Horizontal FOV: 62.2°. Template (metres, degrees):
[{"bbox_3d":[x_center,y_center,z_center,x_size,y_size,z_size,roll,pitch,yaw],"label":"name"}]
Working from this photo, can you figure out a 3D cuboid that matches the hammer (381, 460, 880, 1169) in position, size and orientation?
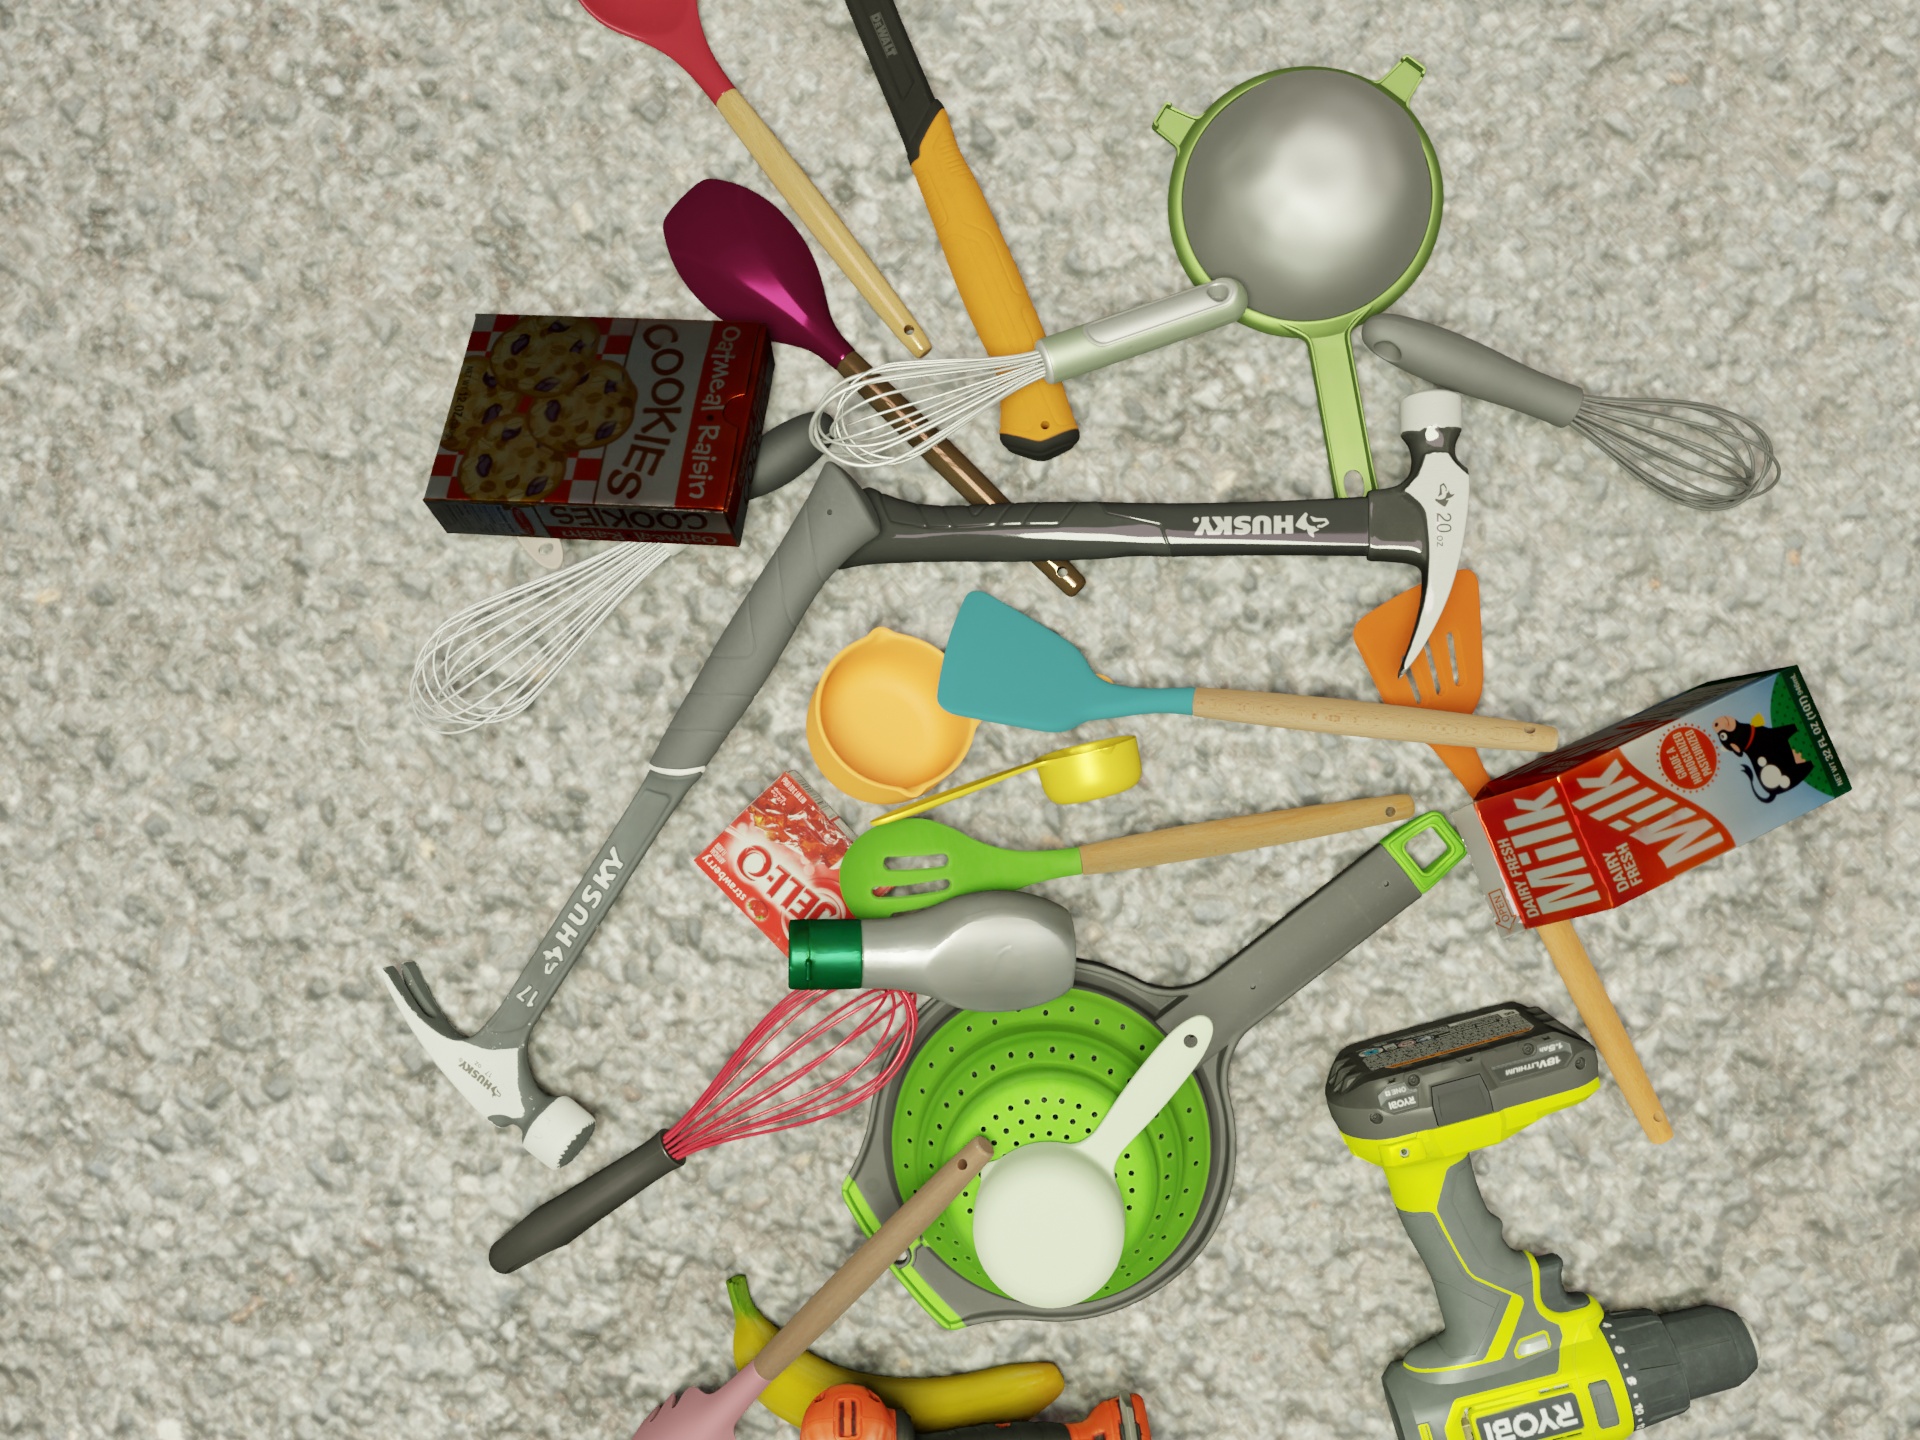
[{"bbox_3d":[-0.169,0.039,0.867,0.149,0.036,0.409,35,98,12],"label":"hammer"}]

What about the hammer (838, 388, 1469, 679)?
[{"bbox_3d":[0.095,-0.096,0.844,0.335,0.035,0.146,0,82,10],"label":"hammer"}]

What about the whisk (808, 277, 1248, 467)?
[{"bbox_3d":[0.037,-0.188,0.842,0.246,0.059,0.058,-20,62,-4],"label":"whisk"}]

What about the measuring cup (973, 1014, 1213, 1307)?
[{"bbox_3d":[0.070,0.213,0.776,0.083,0.038,0.167,37,95,3],"label":"measuring cup"}]

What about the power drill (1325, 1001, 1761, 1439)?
[{"bbox_3d":[0.302,0.273,0.840,0.190,0.080,0.228,-16,91,4],"label":"power drill"}]

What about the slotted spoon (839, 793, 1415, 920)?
[{"bbox_3d":[0.090,0.069,0.858,0.313,0.031,0.070,-9,100,-1],"label":"slotted spoon"}]

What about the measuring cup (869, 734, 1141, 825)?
[{"bbox_3d":[0.027,0.042,0.849,0.156,0.062,0.029,-18,94,-20],"label":"measuring cup"}]

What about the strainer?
[{"bbox_3d":[0.197,-0.235,0.851,0.151,0.069,0.256,-9,88,4],"label":"strainer"}]

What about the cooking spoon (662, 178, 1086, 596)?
[{"bbox_3d":[-0.046,-0.185,0.893,0.319,0.017,0.069,45,92,3],"label":"cooking spoon"}]

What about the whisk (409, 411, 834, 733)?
[{"bbox_3d":[-0.188,-0.087,0.887,0.284,0.070,0.070,-36,88,-2],"label":"whisk"}]

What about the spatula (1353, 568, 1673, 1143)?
[{"bbox_3d":[0.306,0.078,0.851,0.081,0.041,0.322,-25,86,-14],"label":"spatula"}]

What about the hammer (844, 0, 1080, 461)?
[{"bbox_3d":[-0.002,-0.306,0.884,0.127,0.034,0.337,-22,88,5],"label":"hammer"}]

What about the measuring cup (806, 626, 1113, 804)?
[{"bbox_3d":[-0.001,-0.003,0.879,0.173,0.052,0.095,-7,75,-21],"label":"measuring cup"}]

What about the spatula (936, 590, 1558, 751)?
[{"bbox_3d":[0.149,-0.012,0.838,0.317,0.044,0.082,6,56,14],"label":"spatula"}]

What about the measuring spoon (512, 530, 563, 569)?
[{"bbox_3d":[-0.251,-0.126,0.890,0.034,0.018,0.124,-32,66,-9],"label":"measuring spoon"}]

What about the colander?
[{"bbox_3d":[0.111,0.182,0.842,0.397,0.094,0.204,-39,87,3],"label":"colander"}]

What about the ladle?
[{"bbox_3d":[-0.115,-0.331,0.895,0.069,0.031,0.315,-37,89,3],"label":"ladle"}]

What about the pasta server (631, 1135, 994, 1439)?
[{"bbox_3d":[-0.083,0.323,0.839,0.060,0.040,0.316,47,109,17],"label":"pasta server"}]

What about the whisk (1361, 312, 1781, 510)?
[{"bbox_3d":[0.321,-0.166,0.837,0.239,0.055,0.055,19,91,-7],"label":"whisk"}]

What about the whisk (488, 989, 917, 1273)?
[{"bbox_3d":[-0.143,0.226,0.880,0.296,0.073,0.073,-34,88,8],"label":"whisk"}]
